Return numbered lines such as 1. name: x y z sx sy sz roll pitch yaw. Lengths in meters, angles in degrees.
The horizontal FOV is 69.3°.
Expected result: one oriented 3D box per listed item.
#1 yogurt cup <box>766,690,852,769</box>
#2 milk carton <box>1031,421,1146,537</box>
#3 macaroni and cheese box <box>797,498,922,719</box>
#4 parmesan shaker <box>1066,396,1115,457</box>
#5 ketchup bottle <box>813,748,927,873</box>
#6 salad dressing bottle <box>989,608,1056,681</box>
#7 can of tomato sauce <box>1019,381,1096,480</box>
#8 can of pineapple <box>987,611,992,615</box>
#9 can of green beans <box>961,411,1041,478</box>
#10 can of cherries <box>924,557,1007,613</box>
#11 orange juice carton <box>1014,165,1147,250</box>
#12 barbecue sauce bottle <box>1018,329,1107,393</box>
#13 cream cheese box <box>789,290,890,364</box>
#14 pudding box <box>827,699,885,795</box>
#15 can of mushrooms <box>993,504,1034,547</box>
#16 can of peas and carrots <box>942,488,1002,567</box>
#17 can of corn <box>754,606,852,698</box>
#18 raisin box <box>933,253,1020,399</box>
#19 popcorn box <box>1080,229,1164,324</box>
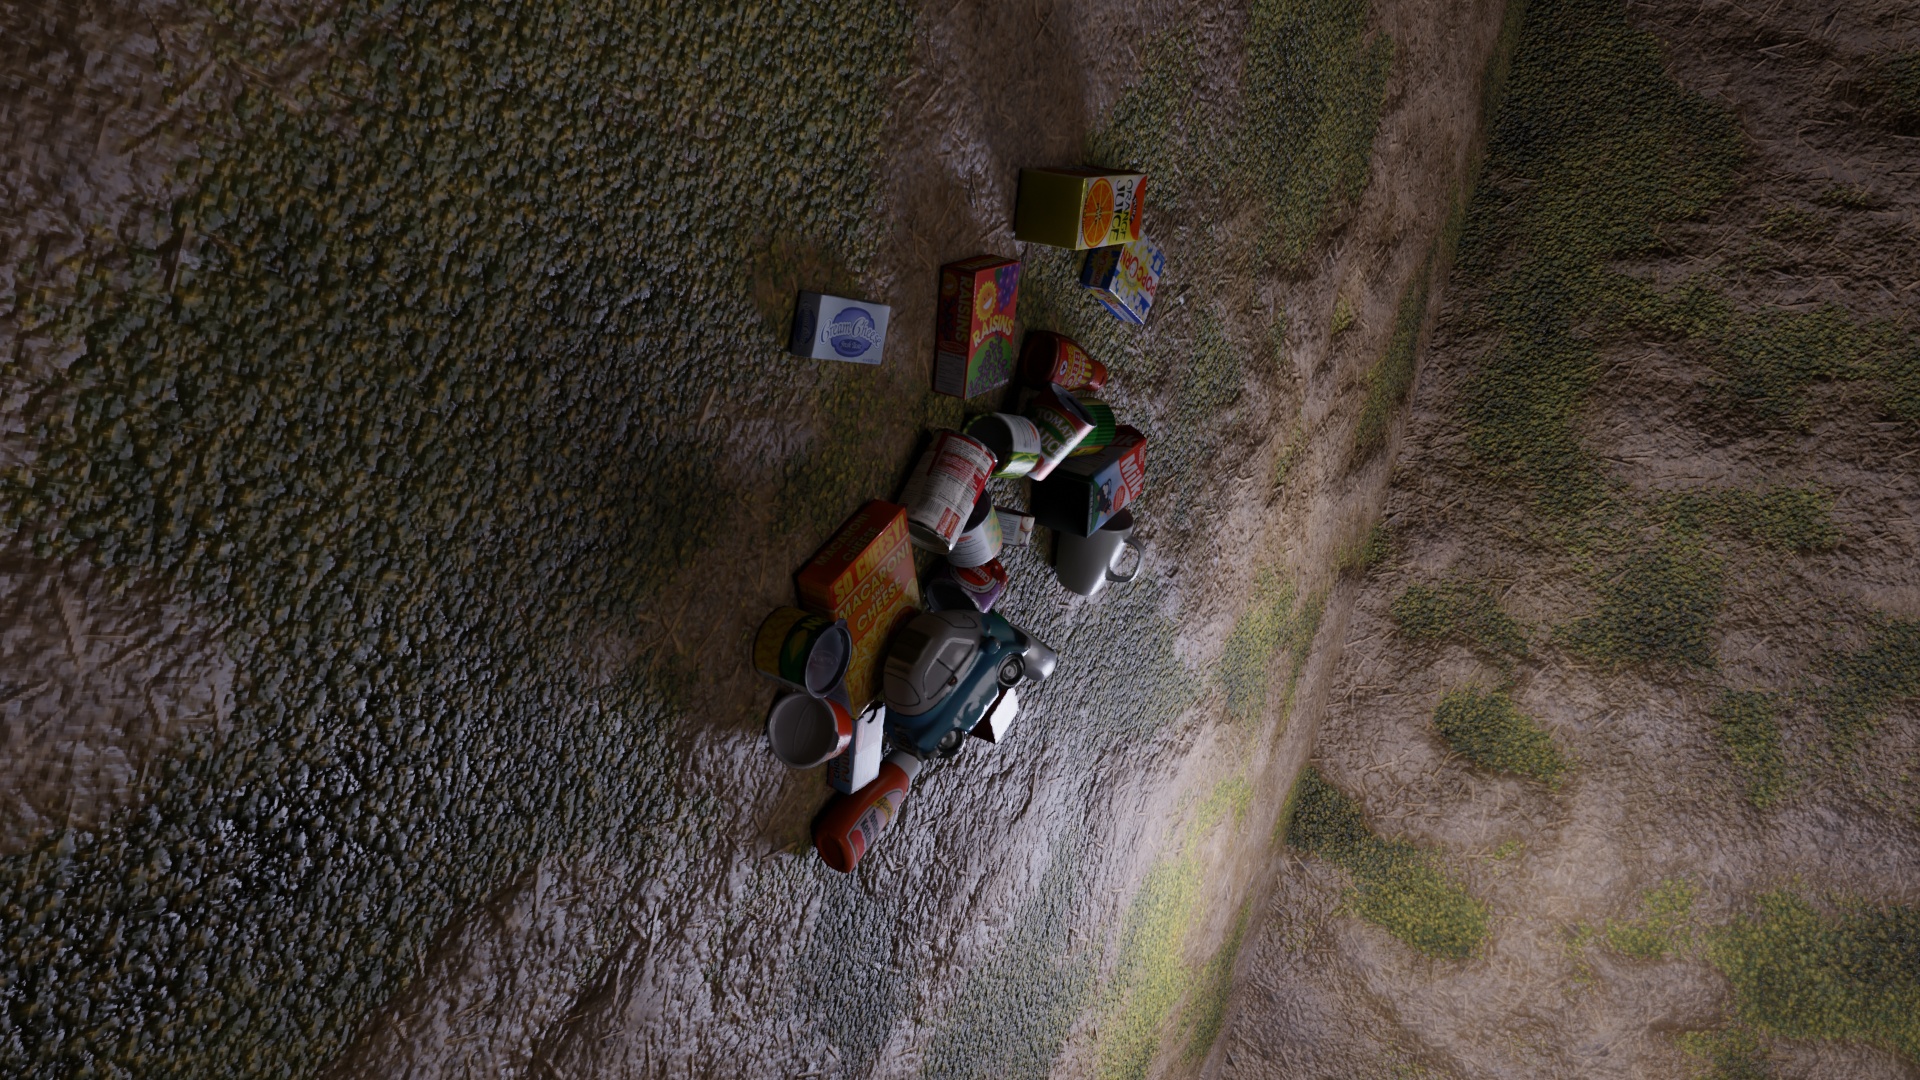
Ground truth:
1. yogurt cup: -0.131 0.168 1.237 0.054 0.072 0.072 21 86 -70
2. milk carton: 0.161 -0.078 1.624 0.191 0.073 0.072 -37 135 -49
3. macaroni and cheese box: -0.089 0.063 1.280 0.124 0.040 0.165 -49 144 -39
4. parmesan shaker: 0.125 -0.125 1.535 0.103 0.071 0.071 -11 114 -59
5. ketchup bottle: -0.087 0.258 1.387 0.149 0.043 0.064 -48 144 -40
6. salad dressing bottle: 0.057 0.115 1.557 0.147 0.064 0.044 39 77 -52
7. can of tomato sauce: 0.089 -0.113 1.447 0.083 0.071 0.071 -46 158 18
8. can of pineapple: 0.017 0.110 1.451 0.058 0.071 0.070 -31 141 -7
9. can of green beans: 0.040 -0.096 1.402 0.058 0.071 0.071 -1 106 -60
10. can of cherries: 0.007 0.046 1.416 0.059 0.071 0.071 -53 146 -34
11. orange juice carton: 0.135 -0.346 1.432 0.193 0.073 0.071 -25 126 -55
12. barbecue sauce bottle: 0.115 -0.188 1.514 0.149 0.044 0.064 2 108 -62
13. cream cheese box: -0.099 -0.176 1.151 0.104 0.024 0.053 -7 110 -60
14. pudding box: -0.100 0.197 1.343 0.050 0.030 0.083 -23 124 -55
15. can of mushrooms: 0.043 -0.016 1.451 0.071 0.071 0.033 0 104 -61
16. can of peas and carrots: 0.005 -0.017 1.382 0.071 0.071 0.058 -58 149 -27
17. can of corn: -0.134 0.093 1.194 0.071 0.058 0.070 -37 136 -48
18. raisin box: 0.016 -0.205 1.328 0.086 0.040 0.122 -27 129 -53
19. popcorn box: 0.187 -0.308 1.584 0.126 0.038 0.085 23 84 -62
